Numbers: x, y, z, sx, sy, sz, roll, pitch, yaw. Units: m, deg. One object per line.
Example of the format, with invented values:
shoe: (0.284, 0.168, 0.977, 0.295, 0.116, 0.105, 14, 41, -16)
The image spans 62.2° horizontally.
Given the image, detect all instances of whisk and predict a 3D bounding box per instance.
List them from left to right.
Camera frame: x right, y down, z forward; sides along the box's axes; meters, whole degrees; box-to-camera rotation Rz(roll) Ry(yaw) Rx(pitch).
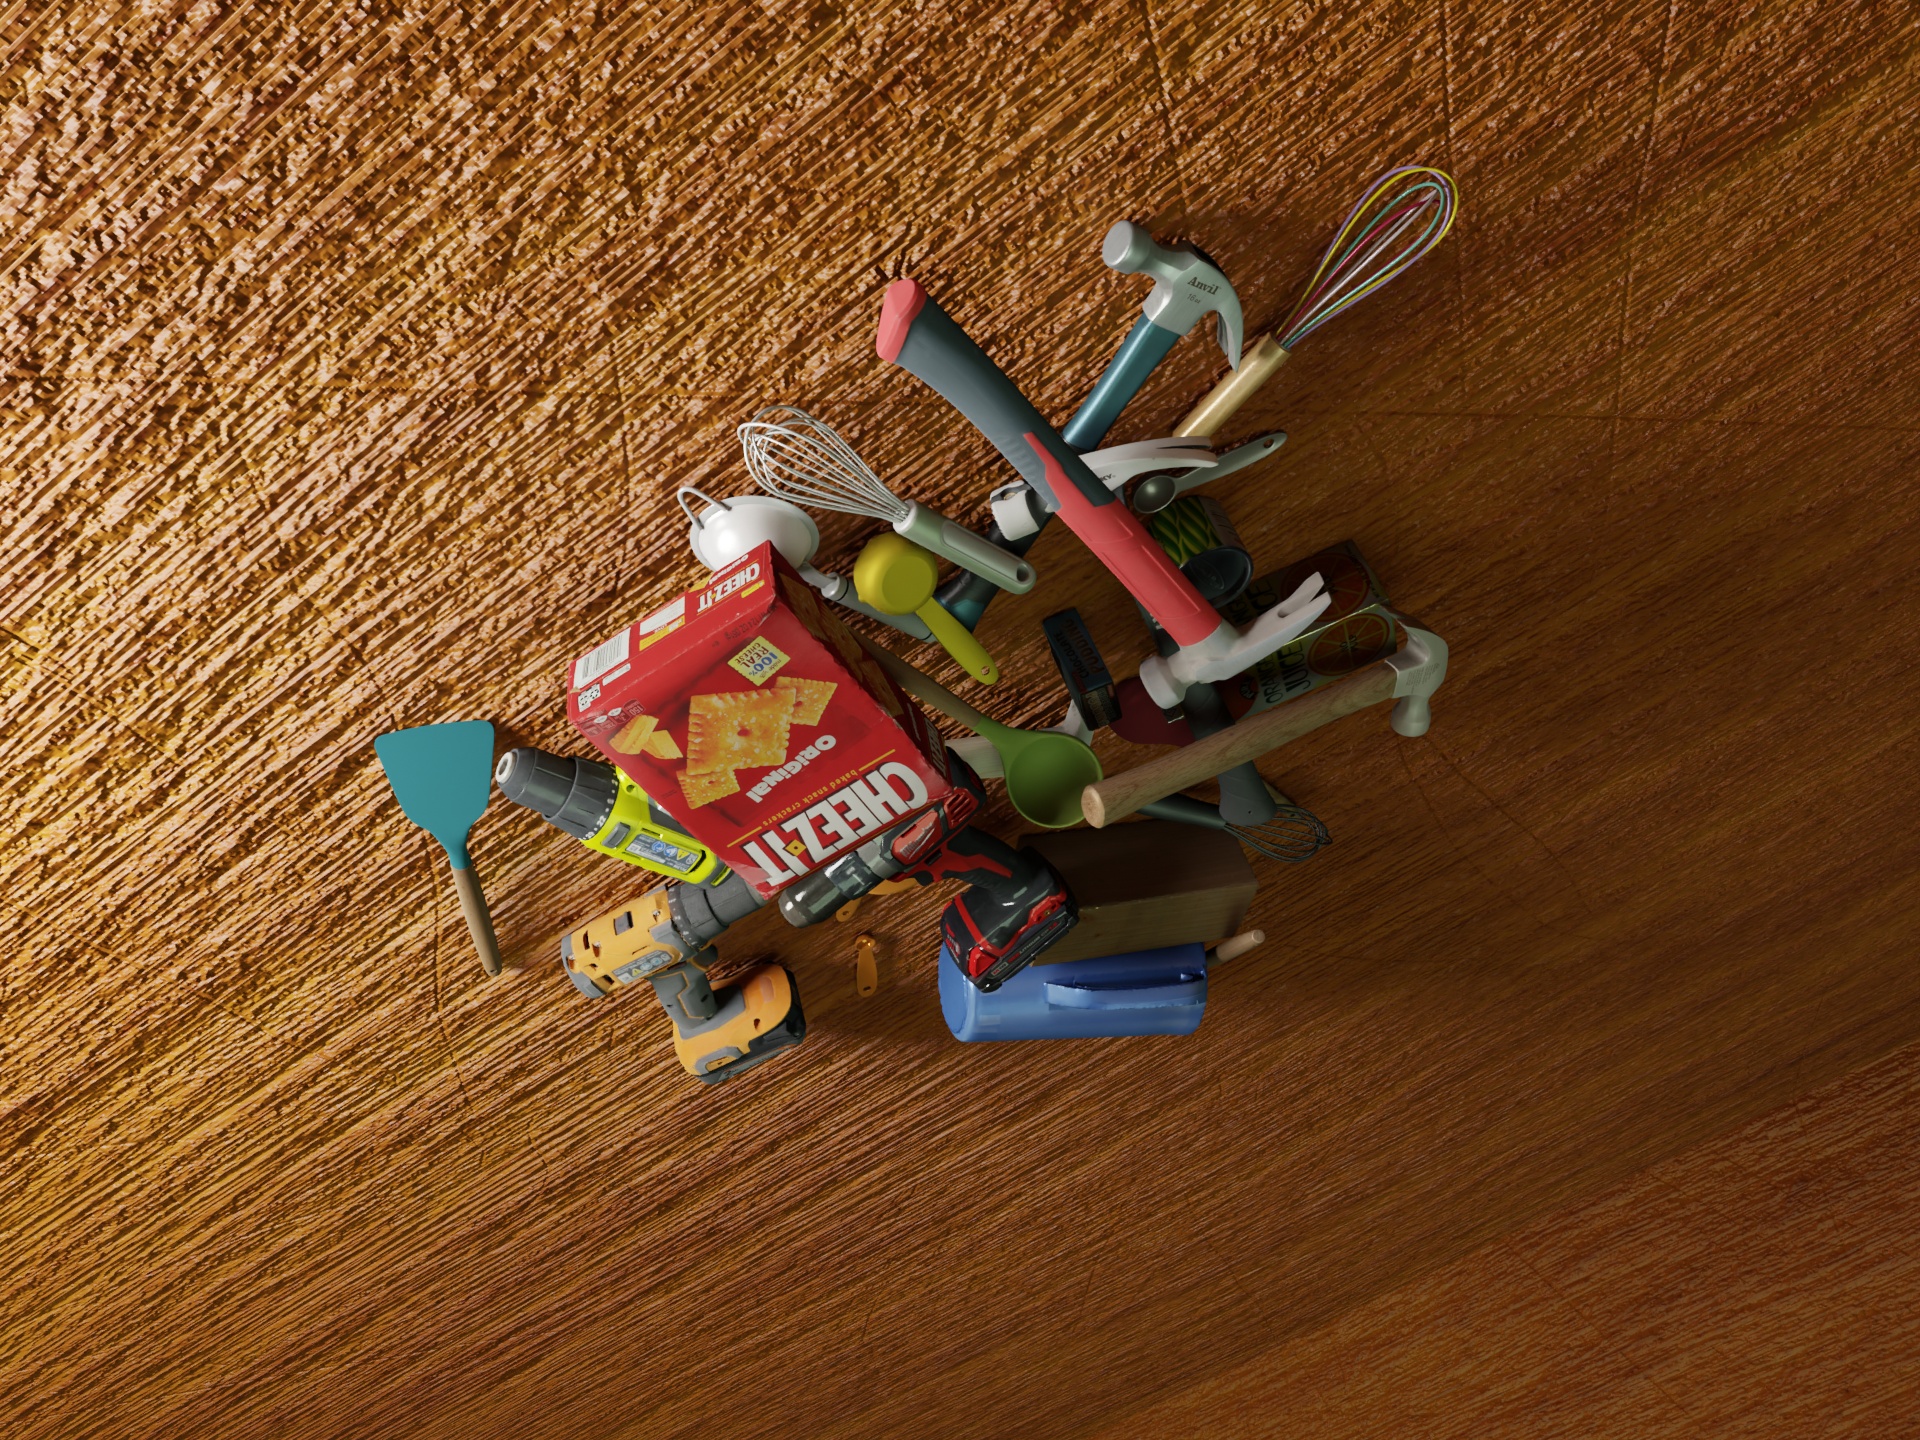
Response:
whisk: (-0.042, -0.139, 1.049, 0.246, 0.058, 0.059, 25, 164, -34)
whisk: (0.235, 0.086, 1.448, 0.238, 0.055, 0.055, 14, 132, -20)
whisk: (0.230, -0.262, 1.047, 0.047, 0.051, 0.245, 12, 135, -41)

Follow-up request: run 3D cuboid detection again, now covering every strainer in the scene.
strainer: (-0.092, -0.095, 1.110, 0.087, 0.050, 0.258, -30, 146, 32)

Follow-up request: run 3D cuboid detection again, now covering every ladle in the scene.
ladle: (-0.002, -0.004, 1.185, 0.078, 0.062, 0.319, -44, 134, 14)
ladle: (0.229, 0.036, 1.416, 0.069, 0.031, 0.315, -36, 141, 21)

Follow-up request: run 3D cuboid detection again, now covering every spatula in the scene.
spatula: (-0.386, 0.114, 1.247, 0.082, 0.044, 0.317, -9, 145, -14)
spatula: (0.248, 0.236, 1.575, 0.059, 0.018, 0.315, -11, 166, -11)

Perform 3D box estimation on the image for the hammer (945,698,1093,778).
hammer: (-0.092, 0.032, 1.264, 0.410, 0.038, 0.146, -6, 138, -17)

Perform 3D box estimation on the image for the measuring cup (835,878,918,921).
measuring cup: (-0.075, 0.138, 1.382, 0.095, 0.052, 0.173, 2, 135, -25)

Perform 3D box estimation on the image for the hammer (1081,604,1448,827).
hammer: (0.236, 0.005, 1.201, 0.331, 0.031, 0.130, -21, 134, -22)

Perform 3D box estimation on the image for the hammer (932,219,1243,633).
hammer: (0.072, -0.181, 1.083, 0.128, 0.033, 0.331, 11, 132, -32)

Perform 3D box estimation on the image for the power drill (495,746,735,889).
power drill: (-0.200, 0.013, 1.137, 0.190, 0.080, 0.228, 27, 117, -33)

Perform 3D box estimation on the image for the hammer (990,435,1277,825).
hammer: (0.167, -0.048, 1.176, 0.149, 0.036, 0.408, -21, 135, 13)

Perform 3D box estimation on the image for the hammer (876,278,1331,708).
hammer: (0.090, -0.147, 1.008, 0.143, 0.038, 0.385, -32, 132, 20)

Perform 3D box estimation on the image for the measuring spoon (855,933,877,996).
measuring spoon: (-0.092, 0.235, 1.530, 0.021, 0.011, 0.116, -13, 145, -11)

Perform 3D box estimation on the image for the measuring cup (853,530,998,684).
measuring cup: (-0.014, -0.071, 1.124, 0.062, 0.029, 0.156, -46, 125, -2)

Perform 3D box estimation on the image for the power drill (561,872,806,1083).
power drill: (-0.215, 0.217, 1.401, 0.185, 0.084, 0.225, -27, 137, 6)

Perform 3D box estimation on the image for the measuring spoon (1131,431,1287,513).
measuring spoon: (0.177, -0.184, 1.143, 0.124, 0.018, 0.034, -24, 142, -6)

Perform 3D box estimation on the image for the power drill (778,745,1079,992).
power drill: (-0.024, 0.137, 1.304, 0.188, 0.080, 0.226, -39, 134, 5)
